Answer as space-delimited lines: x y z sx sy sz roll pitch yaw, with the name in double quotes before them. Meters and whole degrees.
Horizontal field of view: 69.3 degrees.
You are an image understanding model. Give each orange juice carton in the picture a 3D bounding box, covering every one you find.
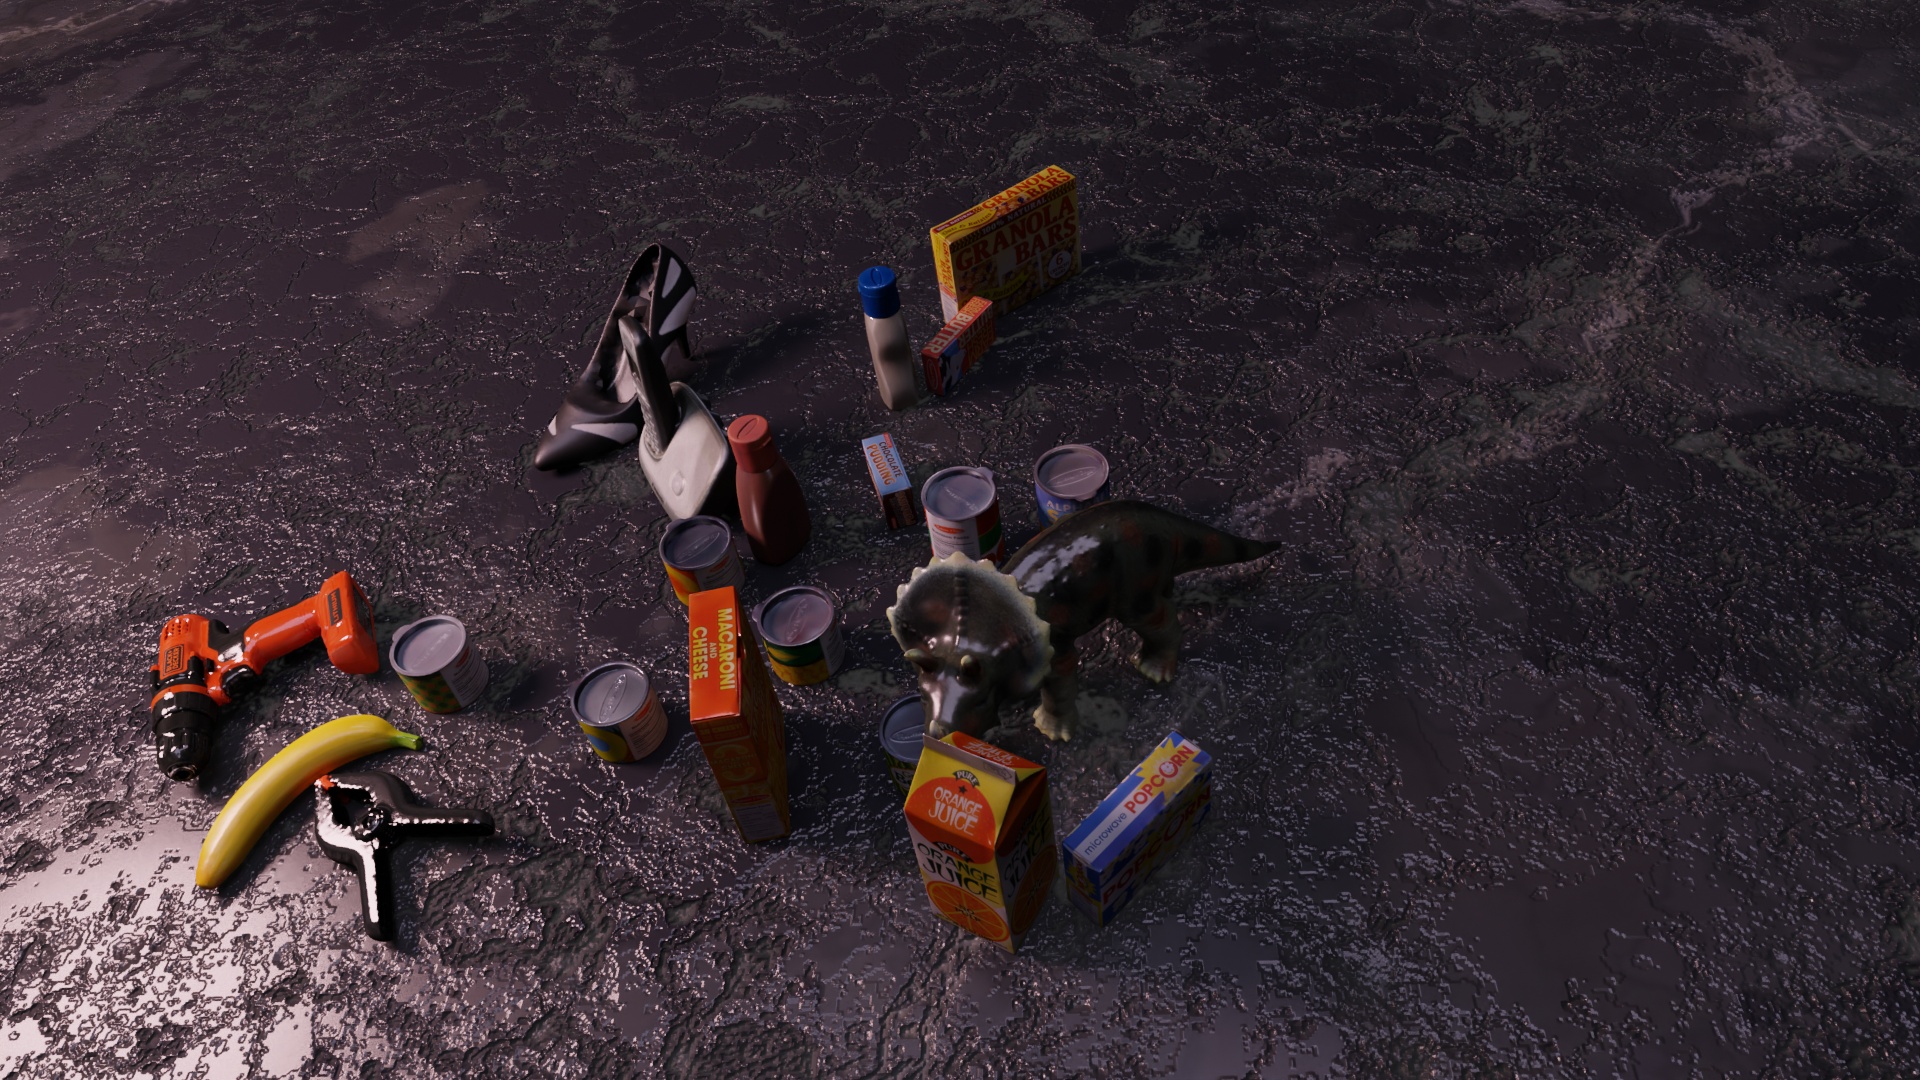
"orange juice carton" 0.016 0.200 0.962 0.072 0.191 0.073 20 53 25

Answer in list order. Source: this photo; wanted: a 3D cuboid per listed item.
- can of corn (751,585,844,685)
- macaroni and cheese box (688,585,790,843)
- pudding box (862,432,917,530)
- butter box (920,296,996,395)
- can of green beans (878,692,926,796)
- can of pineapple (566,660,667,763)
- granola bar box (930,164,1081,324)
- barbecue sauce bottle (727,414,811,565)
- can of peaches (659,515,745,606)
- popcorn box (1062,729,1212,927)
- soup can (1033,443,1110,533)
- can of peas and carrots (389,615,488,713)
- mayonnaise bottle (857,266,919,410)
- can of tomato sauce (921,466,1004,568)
"can of corn" -0.138 0.081 1.188 0.071 0.058 0.071 -4 47 5
"macaroni and cheese box" -0.168 0.135 1.069 0.040 0.165 0.124 -11 47 -1
"pudding box" -0.066 -0.057 1.311 0.030 0.049 0.084 -16 47 -6
"butter box" -0.001 -0.201 1.433 0.024 0.052 0.104 22 54 26
"can of green beans" -0.028 0.163 1.095 0.071 0.057 0.071 -4 47 5
"can of pineapple" -0.284 0.142 1.154 0.071 0.057 0.071 -4 47 5
"granola bar box" 0.051 -0.308 1.475 0.166 0.123 0.039 -32 51 -20
"barbecue sauce bottle" -0.174 -0.047 1.251 0.044 0.147 0.065 20 54 25
"can of peaches" -0.235 0.019 1.261 0.071 0.057 0.071 -4 47 5
"popcorn box" 0.129 0.209 1.009 0.038 0.084 0.127 33 60 33
"soup can" 0.102 -0.032 1.239 0.071 0.083 0.072 -4 47 5
"can of peas and carrots" -0.456 0.108 1.212 0.071 0.058 0.071 -4 47 5
"mayonnaise bottle" -0.071 -0.202 1.380 0.041 0.147 0.065 -13 47 -3
"can of tomato sauce" 0.004 -0.016 1.239 0.071 0.082 0.071 -4 47 5
